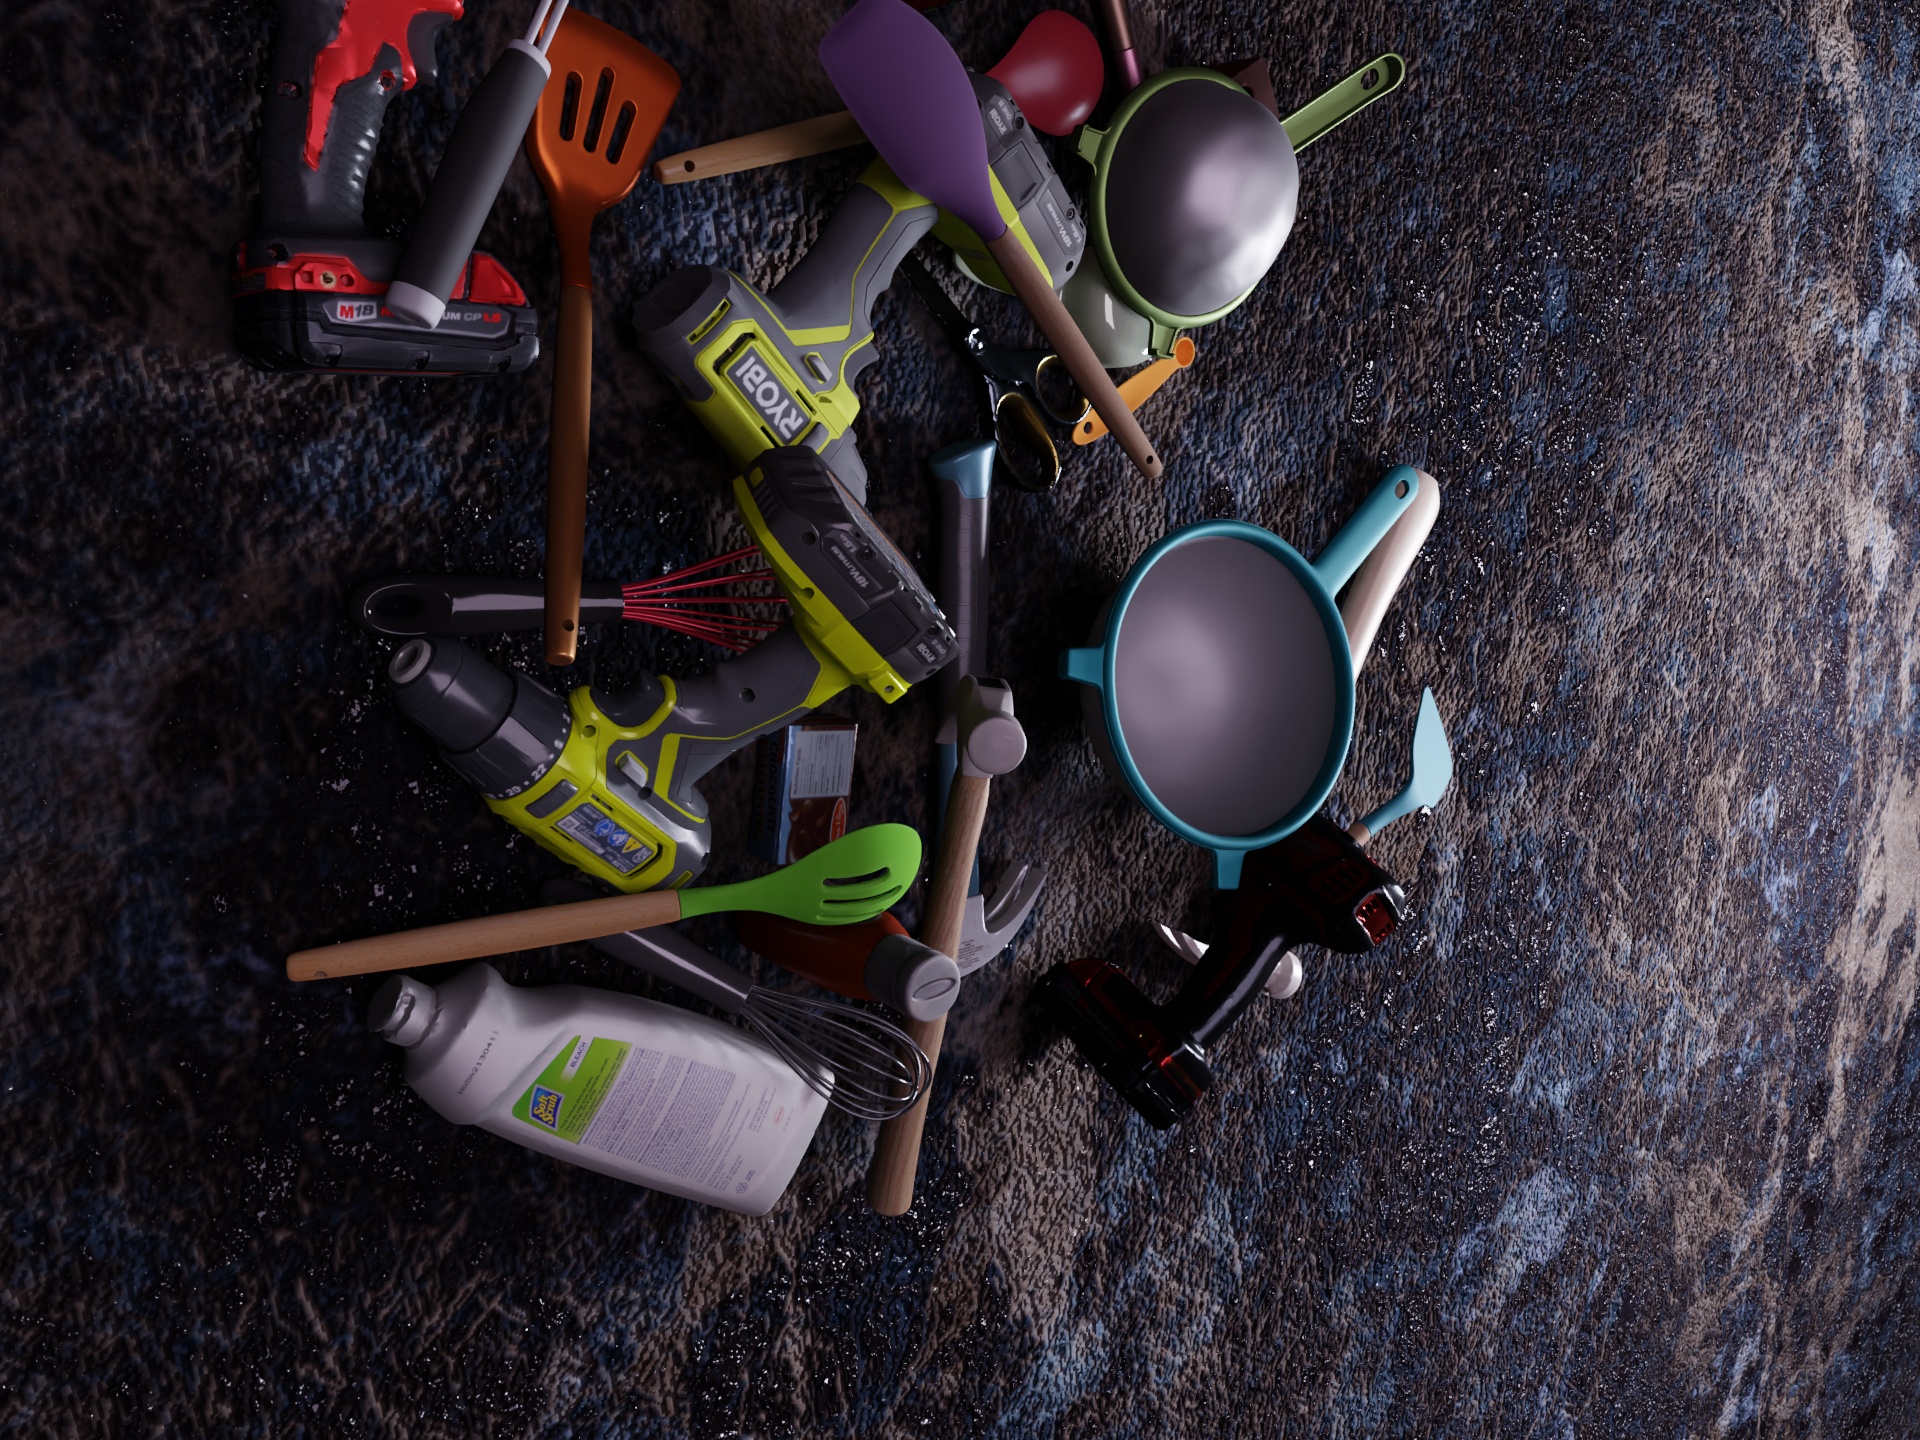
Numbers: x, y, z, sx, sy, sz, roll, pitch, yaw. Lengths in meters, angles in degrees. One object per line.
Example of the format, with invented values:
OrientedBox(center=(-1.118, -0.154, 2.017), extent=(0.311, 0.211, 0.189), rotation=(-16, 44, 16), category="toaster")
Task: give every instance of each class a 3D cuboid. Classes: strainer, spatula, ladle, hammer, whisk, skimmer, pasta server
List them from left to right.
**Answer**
OrientedBox(center=(-0.173, -0.179, 0.727), extent=(0.081, 0.041, 0.323), rotation=(16, 62, -41), category="spatula")
OrientedBox(center=(-0.132, -0.322, 0.659), extent=(0.363, 0.090, 0.127), rotation=(-69, 160, -9), category="skimmer")
OrientedBox(center=(-0.157, -0.060, 0.809), extent=(0.295, 0.073, 0.073), rotation=(-4, 103, -33), category="whisk")
OrientedBox(center=(-0.119, 0.147, 0.848), extent=(0.239, 0.055, 0.055), rotation=(32, 78, -13), category="whisk")
OrientedBox(center=(-0.030, -0.334, 0.871), extent=(0.315, 0.031, 0.069), rotation=(-27, 117, -31), category="ladle")
OrientedBox(center=(-0.014, 0.133, 0.908), extent=(0.031, 0.130, 0.331), rotation=(9, 107, -8), category="hammer")
OrientedBox(center=(-0.002, -0.003, 0.965), extent=(0.128, 0.033, 0.331), rotation=(-8, 105, -38), category="hammer")
OrientedBox(center=(0.032, -0.236, 0.827), extent=(0.060, 0.018, 0.315), rotation=(-45, 130, -4), category="spatula")
OrientedBox(center=(0.095, -0.428, 0.946), extent=(0.060, 0.040, 0.316), rotation=(-34, 119, -26), category="pasta server")
OrientedBox(center=(0.191, -0.062, 1.070), extent=(0.340, 0.095, 0.211), rotation=(-46, 110, -27), category="strainer")
OrientedBox(center=(0.193, -0.338, 0.956), extent=(0.256, 0.069, 0.151), rotation=(-37, 121, -17), category="strainer")
OrientedBox(center=(0.265, -0.002, 1.188), extent=(0.146, 0.038, 0.411), rotation=(27, 82, -39), category="hammer")
OrientedBox(center=(0.273, 0.096, 1.177), extent=(0.317, 0.044, 0.082), rotation=(-37, 119, -22), category="spatula")

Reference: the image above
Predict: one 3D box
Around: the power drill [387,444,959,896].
OrientedBox(center=(-0.134, -0.024, 0.761), extent=(0.228, 0.080, 0.190), rotation=(-36, 134, 7), category="power drill")

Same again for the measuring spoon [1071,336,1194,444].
OrientedBox(center=(0.110, -0.213, 1.028), extent=(0.117, 0.011, 0.021), rotation=(-41, 124, -22), category="measuring spoon")

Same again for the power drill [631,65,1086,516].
OrientedBox(center=(-0.044, -0.218, 0.842), extent=(0.223, 0.080, 0.171), rotation=(-48, 131, -9), category="power drill")

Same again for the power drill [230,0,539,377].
OrientedBox(center=(-0.243, -0.260, 0.678), extent=(0.143, 0.079, 0.219), rotation=(-8, 102, -39), category="power drill")

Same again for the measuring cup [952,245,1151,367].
OrientedBox(center=(0.067, -0.260, 0.959), extent=(0.167, 0.038, 0.083), rotation=(4, 97, -43), category="measuring cup")

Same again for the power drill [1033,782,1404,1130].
OrientedBox(center=(0.159, 0.137, 1.065), extent=(0.226, 0.188, 0.080), rotation=(-43, 132, -3), category="power drill")

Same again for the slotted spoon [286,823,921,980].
OrientedBox(center=(-0.166, 0.097, 0.789), extent=(0.313, 0.031, 0.070), rotation=(-7, 137, -17), category="slotted spoon")
